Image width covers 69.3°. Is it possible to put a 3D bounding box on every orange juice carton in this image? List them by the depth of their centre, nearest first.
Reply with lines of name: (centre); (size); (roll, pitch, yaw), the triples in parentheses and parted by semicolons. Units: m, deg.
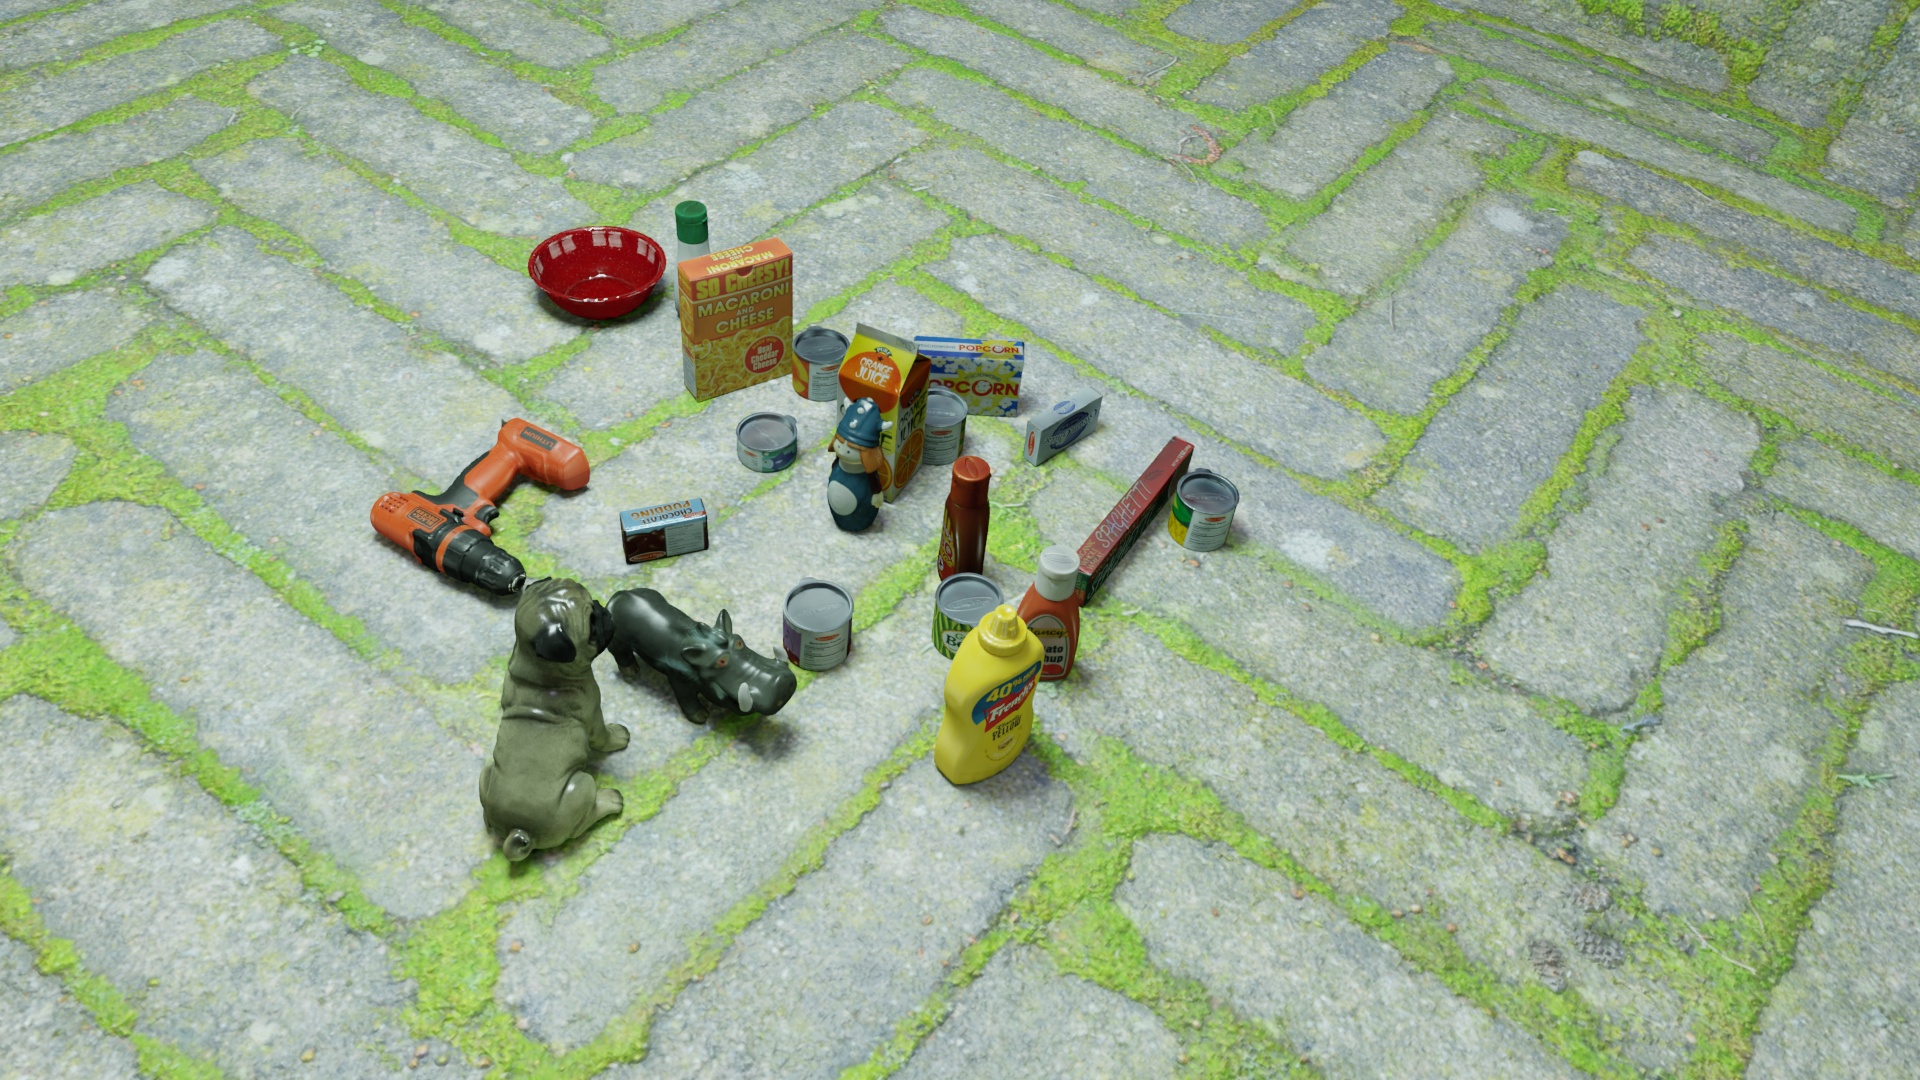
orange juice carton: (-0.081, -0.140, 1.446); (0.072, 0.191, 0.073); (22, 46, 15)

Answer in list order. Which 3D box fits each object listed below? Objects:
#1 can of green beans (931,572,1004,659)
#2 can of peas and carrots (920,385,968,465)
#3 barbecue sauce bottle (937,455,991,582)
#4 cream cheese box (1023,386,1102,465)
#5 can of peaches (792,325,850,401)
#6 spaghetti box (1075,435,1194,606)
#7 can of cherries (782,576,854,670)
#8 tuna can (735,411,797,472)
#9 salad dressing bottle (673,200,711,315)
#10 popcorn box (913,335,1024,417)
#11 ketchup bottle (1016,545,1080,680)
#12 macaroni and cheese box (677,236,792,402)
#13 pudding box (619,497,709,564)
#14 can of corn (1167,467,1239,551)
can of green beans: (0.006, 0.074, 1.336); (0.071, 0.057, 0.071); (4, 45, -4)
can of peas and carrots: (-0.027, -0.127, 1.535); (0.071, 0.058, 0.071); (4, 45, -4)
barbecue sauce bottle: (0.005, -0.017, 1.364); (0.044, 0.147, 0.065); (-7, 46, -14)
cream cheese box: (0.114, -0.129, 1.558); (0.104, 0.053, 0.024); (-32, 56, -33)
can of peaches: (-0.161, -0.203, 1.595); (0.071, 0.057, 0.071); (4, 45, -4)
spaghetti box: (0.178, -0.023, 1.462); (0.029, 0.049, 0.251); (27, 48, 19)
can of cherries: (-0.135, 0.078, 1.313); (0.071, 0.058, 0.072); (4, 45, -4)
tuna can: (-0.209, -0.108, 1.511); (0.071, 0.032, 0.071); (4, 45, -4)
salad dressing bottle: (-0.314, -0.329, 1.639); (0.044, 0.146, 0.064); (20, 46, 13)
popcorn box: (0.006, -0.187, 1.581); (0.127, 0.084, 0.038); (3, 45, -5)
ketchup bottle: (0.082, 0.067, 1.288); (0.065, 0.148, 0.044); (9, 44, 2)
macaroni and cheese box: (-0.248, -0.245, 1.550); (0.124, 0.165, 0.040); (-22, 51, -26)
pudding box: (-0.296, -0.010, 1.388); (0.084, 0.049, 0.030); (-12, 48, -18)
can of corn: (0.257, -0.032, 1.476); (0.071, 0.058, 0.071); (4, 45, -4)
